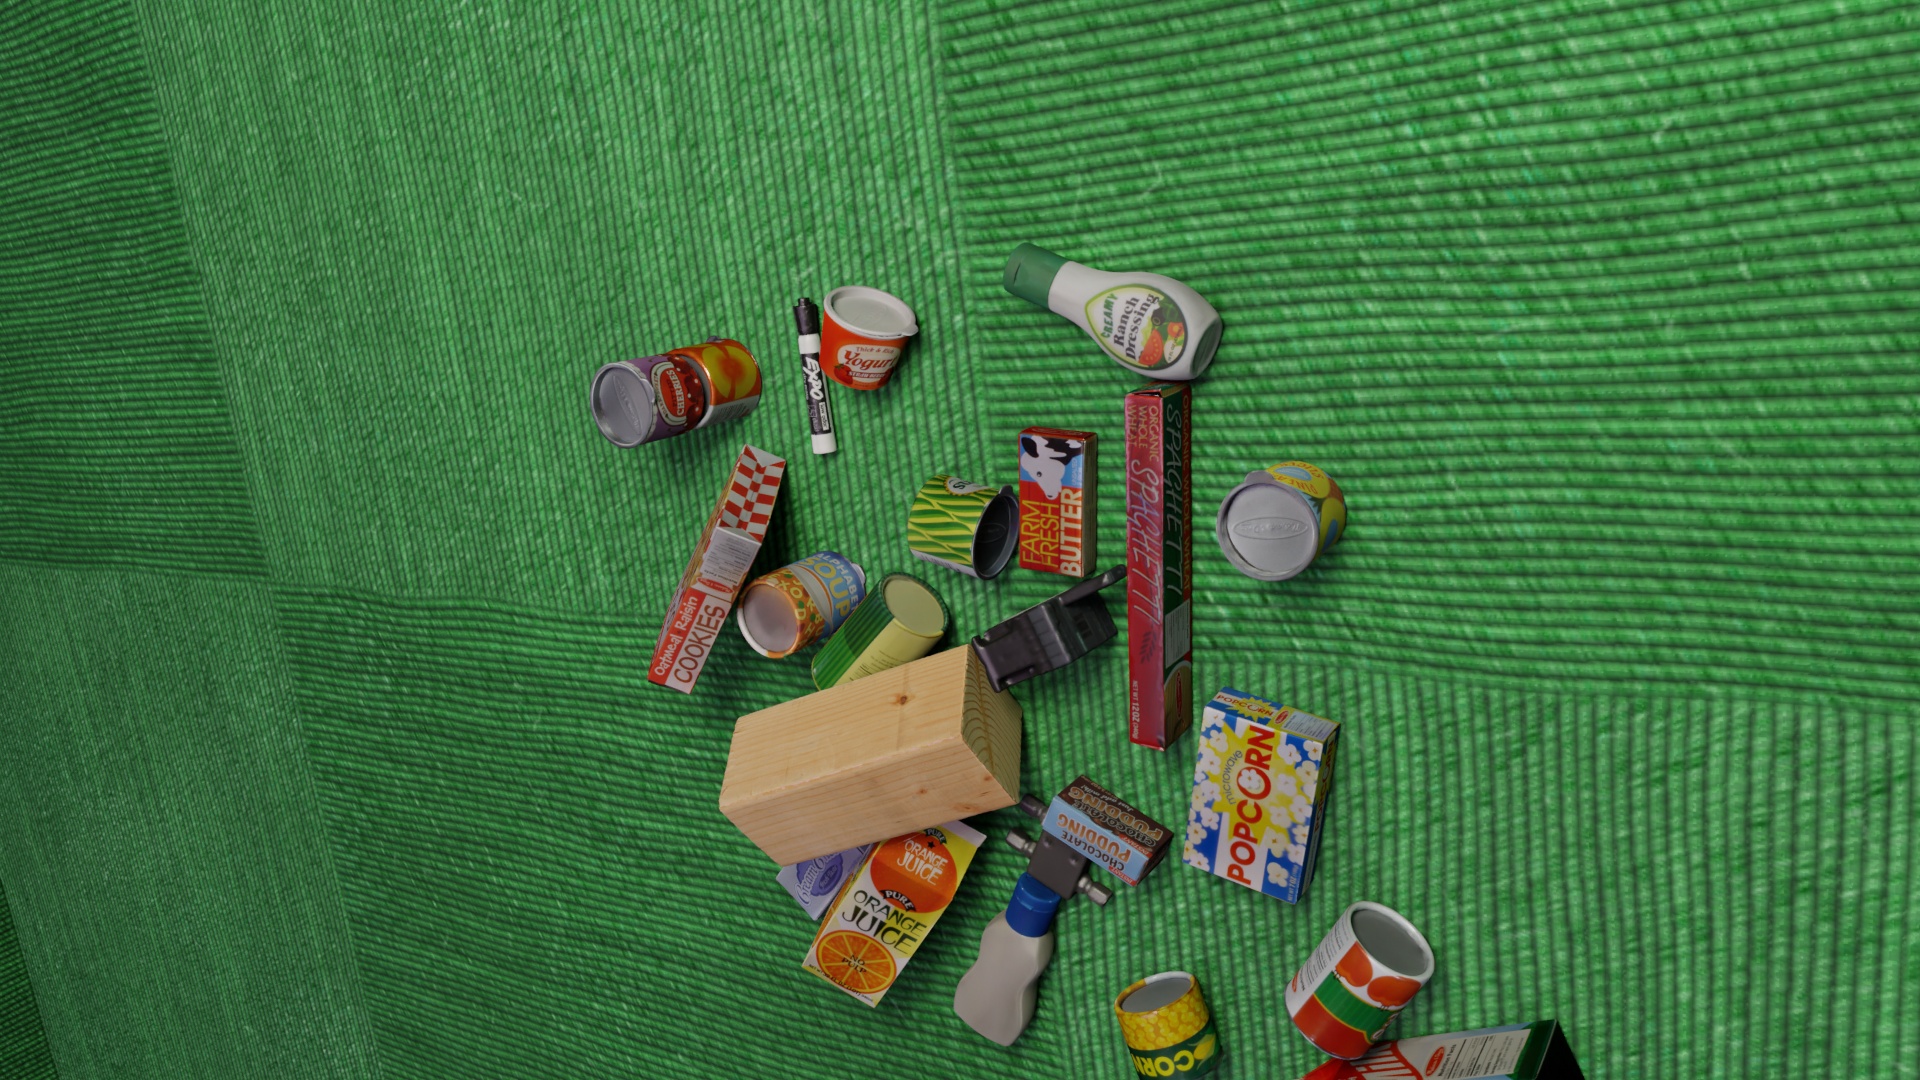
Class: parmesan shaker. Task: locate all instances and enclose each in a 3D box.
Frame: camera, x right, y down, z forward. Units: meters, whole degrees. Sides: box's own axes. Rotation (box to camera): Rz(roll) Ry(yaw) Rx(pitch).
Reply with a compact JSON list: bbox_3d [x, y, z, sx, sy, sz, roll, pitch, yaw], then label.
[{"bbox_3d":[-0.060,0.080,1.080,0.071,0.071,0.102,48,124,12],"label":"parmesan shaker"}]

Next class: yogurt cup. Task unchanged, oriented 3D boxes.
[{"bbox_3d":[-0.072,-0.147,1.018,0.072,0.073,0.053,35,129,20],"label":"yogurt cup"}]

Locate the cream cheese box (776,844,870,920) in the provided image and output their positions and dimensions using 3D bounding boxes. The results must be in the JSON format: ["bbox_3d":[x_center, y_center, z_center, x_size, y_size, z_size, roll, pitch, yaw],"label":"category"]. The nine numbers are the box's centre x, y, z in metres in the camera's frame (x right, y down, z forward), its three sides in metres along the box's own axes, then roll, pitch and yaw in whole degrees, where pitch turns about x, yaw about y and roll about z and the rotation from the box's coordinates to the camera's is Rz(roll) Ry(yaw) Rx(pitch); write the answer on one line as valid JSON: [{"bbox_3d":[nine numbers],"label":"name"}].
[{"bbox_3d":[-0.116,0.278,1.201,0.053,0.024,0.103,44,124,15],"label":"cream cheese box"}]

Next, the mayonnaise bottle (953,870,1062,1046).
[{"bbox_3d":[0.042,0.329,1.102,0.065,0.041,0.147,29,117,22],"label":"mayonnaise bottle"}]

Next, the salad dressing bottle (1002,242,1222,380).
[{"bbox_3d":[0.097,-0.154,0.914,0.148,0.044,0.064,28,117,24],"label":"salad dressing bottle"}]

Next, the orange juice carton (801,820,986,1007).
[{"bbox_3d":[-0.051,0.280,1.117,0.072,0.073,0.191,30,121,-1],"label":"orange juice carton"}]

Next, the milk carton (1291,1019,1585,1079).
[{"bbox_3d":[0.310,0.378,0.918,0.190,0.074,0.072,-24,91,37],"label":"milk carton"}]

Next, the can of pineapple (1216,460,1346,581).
[{"bbox_3d":[0.204,-0.015,0.877,0.071,0.058,0.070,11,110,31],"label":"can of pineapple"}]

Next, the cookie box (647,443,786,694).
[{"bbox_3d":[-0.197,0.023,1.116,0.040,0.123,0.166,23,122,-12],"label":"cookie box"}]

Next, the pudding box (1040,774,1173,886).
[{"bbox_3d":[0.107,0.212,1.017,0.084,0.050,0.030,30,118,23],"label":"pudding box"}]

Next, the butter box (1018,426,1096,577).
[{"bbox_3d":[0.069,-0.027,0.984,0.053,0.024,0.103,9,109,31],"label":"butter box"}]

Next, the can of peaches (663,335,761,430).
[{"bbox_3d":[-0.204,-0.127,1.114,0.071,0.058,0.071,11,111,31],"label":"can of peaches"}]

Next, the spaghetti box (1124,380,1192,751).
[{"bbox_3d":[0.135,0.017,0.938,0.028,0.050,0.249,6,108,31],"label":"spaghetti box"}]

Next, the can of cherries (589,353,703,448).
[{"bbox_3d":[-0.239,-0.109,1.070,0.071,0.058,0.071,10,109,31],"label":"can of cherries"}]

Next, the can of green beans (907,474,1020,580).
[{"bbox_3d":[0.003,-0.010,1.007,0.058,0.071,0.071,17,114,29],"label":"can of green beans"}]

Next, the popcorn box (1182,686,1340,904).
[{"bbox_3d":[0.204,0.174,0.947,0.085,0.038,0.126,16,113,29],"label":"popcorn box"}]

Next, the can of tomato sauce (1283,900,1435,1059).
[{"bbox_3d":[0.267,0.293,0.926,0.071,0.071,0.082,37,121,19],"label":"can of tomato sauce"}]

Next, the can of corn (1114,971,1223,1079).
[{"bbox_3d":[0.151,0.359,1.019,0.071,0.071,0.058,-18,94,36],"label":"can of corn"}]

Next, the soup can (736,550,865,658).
[{"bbox_3d":[-0.124,0.049,1.099,0.071,0.084,0.071,10,110,31],"label":"soup can"}]
